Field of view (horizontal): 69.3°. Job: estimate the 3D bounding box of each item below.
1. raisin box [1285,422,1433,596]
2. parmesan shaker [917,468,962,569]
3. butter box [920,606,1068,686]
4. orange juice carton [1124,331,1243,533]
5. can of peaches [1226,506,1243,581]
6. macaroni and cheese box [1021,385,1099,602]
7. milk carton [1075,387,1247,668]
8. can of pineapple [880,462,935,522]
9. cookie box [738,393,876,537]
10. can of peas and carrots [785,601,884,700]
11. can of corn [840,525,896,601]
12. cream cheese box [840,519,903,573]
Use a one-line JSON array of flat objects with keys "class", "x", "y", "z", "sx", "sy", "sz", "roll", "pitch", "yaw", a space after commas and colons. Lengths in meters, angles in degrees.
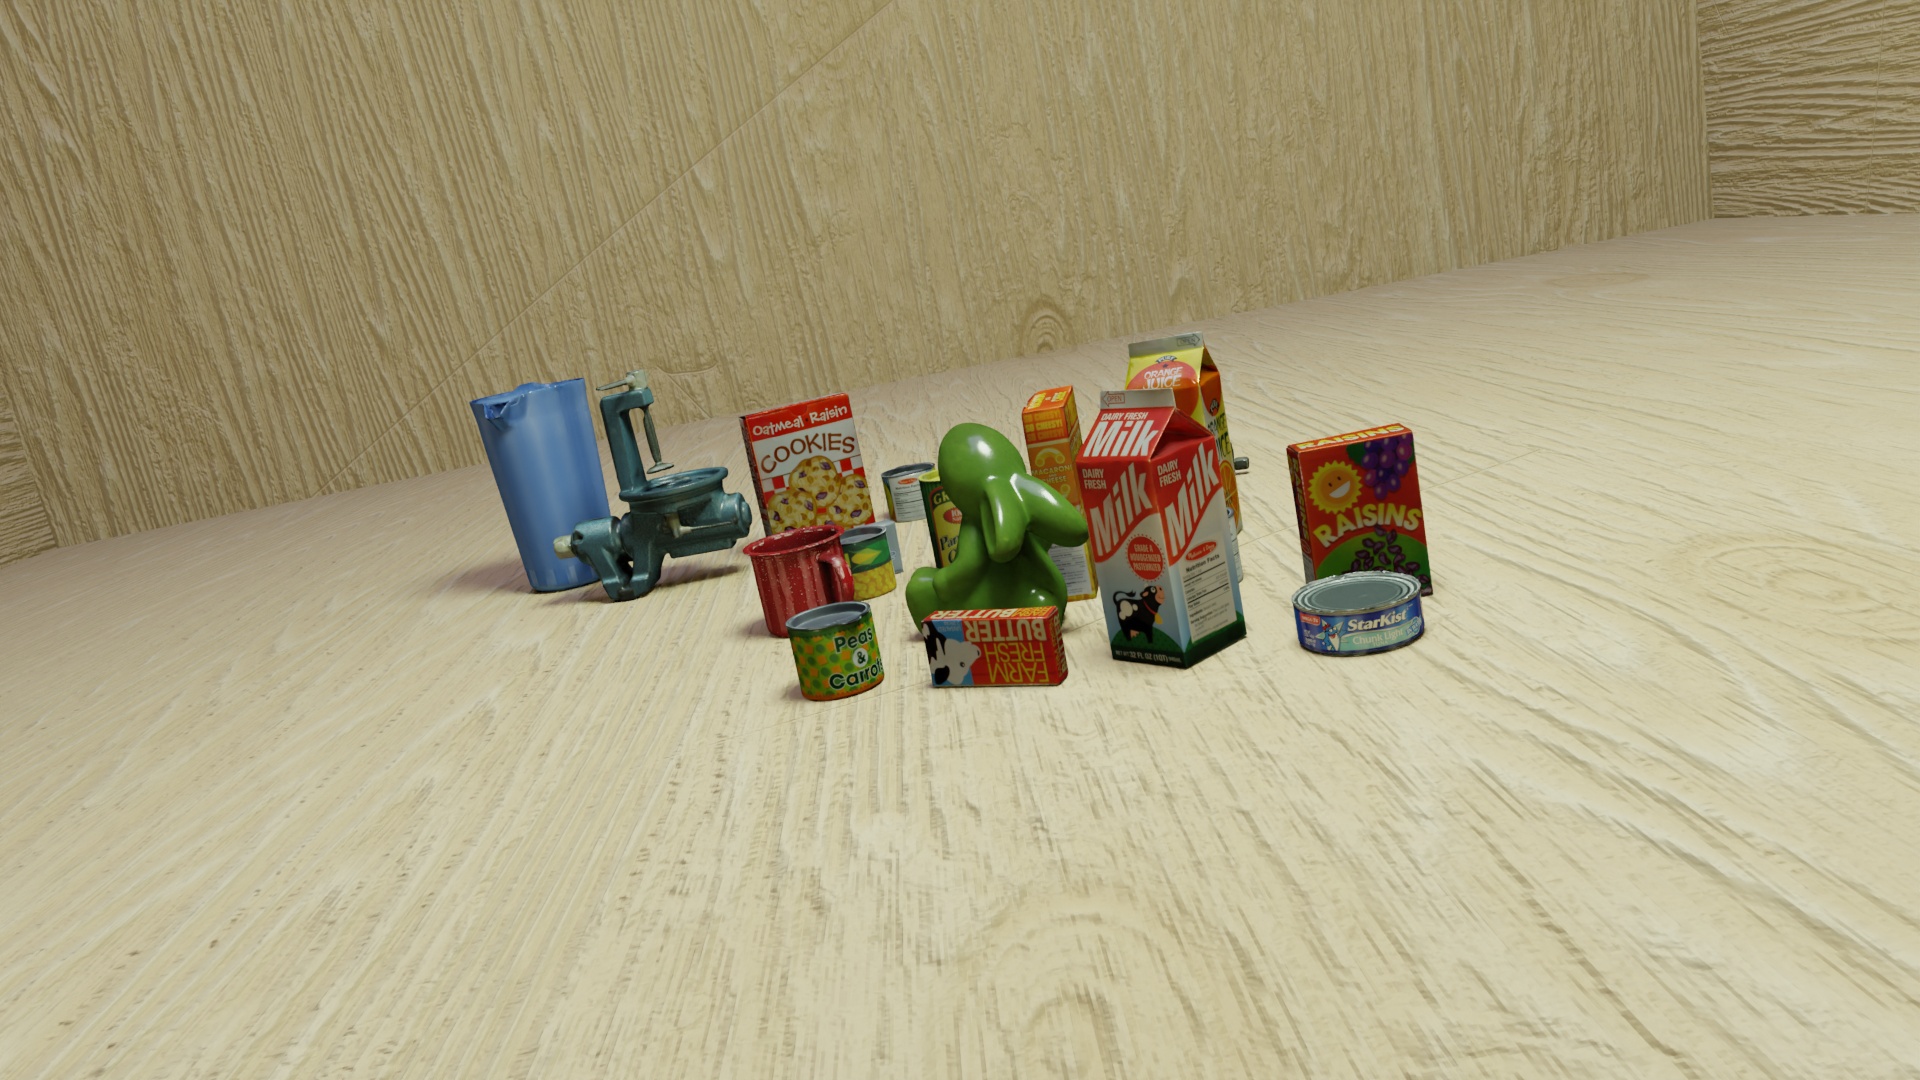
[{"class": "raisin box", "x": 0.291, "y": -0.016, "z": 1.013, "sx": 0.086, "sy": 0.123, "sz": 0.040, "roll": -11, "pitch": 12, "yaw": 3}, {"class": "parmesan shaker", "x": 0.005, "y": -0.016, "z": 1.314, "sx": 0.071, "sy": 0.103, "sz": 0.071, "roll": -11, "pitch": 12, "yaw": 2}, {"class": "butter box", "x": 0.025, "y": 0.077, "z": 0.998, "sx": 0.103, "sy": 0.053, "sz": 0.024, "roll": -4, "pitch": 14, "yaw": 29}, {"class": "orange juice carton", "x": 0.201, "y": -0.090, "z": 1.262, "sx": 0.072, "sy": 0.192, "sz": 0.073, "roll": -5, "pitch": 13, "yaw": 27}, {"class": "can of peaches", "x": 0.195, "y": 0.007, "z": 1.144, "sx": 0.071, "sy": 0.058, "sz": 0.071, "roll": -11, "pitch": 12, "yaw": 2}, {"class": "macaroni and cheese box", "x": 0.089, "y": -0.043, "z": 1.210, "sx": 0.040, "sy": 0.166, "sz": 0.124, "roll": -9, "pitch": 12, "yaw": 11}, {"class": "milk carton", "x": 0.139, "y": -0.014, "z": 0.981, "sx": 0.074, "sy": 0.190, "sz": 0.072, "roll": -21, "pitch": 15, "yaw": -38}, {"class": "can of pineapple", "x": -0.057, "y": -0.058, "z": 1.657, "sx": 0.071, "sy": 0.057, "sz": 0.071, "roll": -11, "pitch": 12, "yaw": 2}, {"class": "cookie box", "x": -0.171, "y": -0.074, "z": 1.575, "sx": 0.123, "sy": 0.167, "sz": 0.040, "roll": -16, "pitch": 13, "yaw": -21}, {"class": "can of peas and carrots", "x": -0.094, "y": 0.084, "z": 1.058, "sx": 0.071, "sy": 0.058, "sz": 0.071, "roll": -11, "pitch": 12, "yaw": 2}, {"class": "can of corn", "x": -0.100, "y": 0.023, "z": 1.334, "sx": 0.071, "sy": 0.058, "sz": 0.071, "roll": -11, "pitch": 12, "yaw": 2}, {"class": "cream cheese box", "x": -0.110, "y": 0.017, "z": 1.380, "sx": 0.104, "sy": 0.053, "sz": 0.024, "roll": -15, "pitch": 13, "yaw": -18}]
